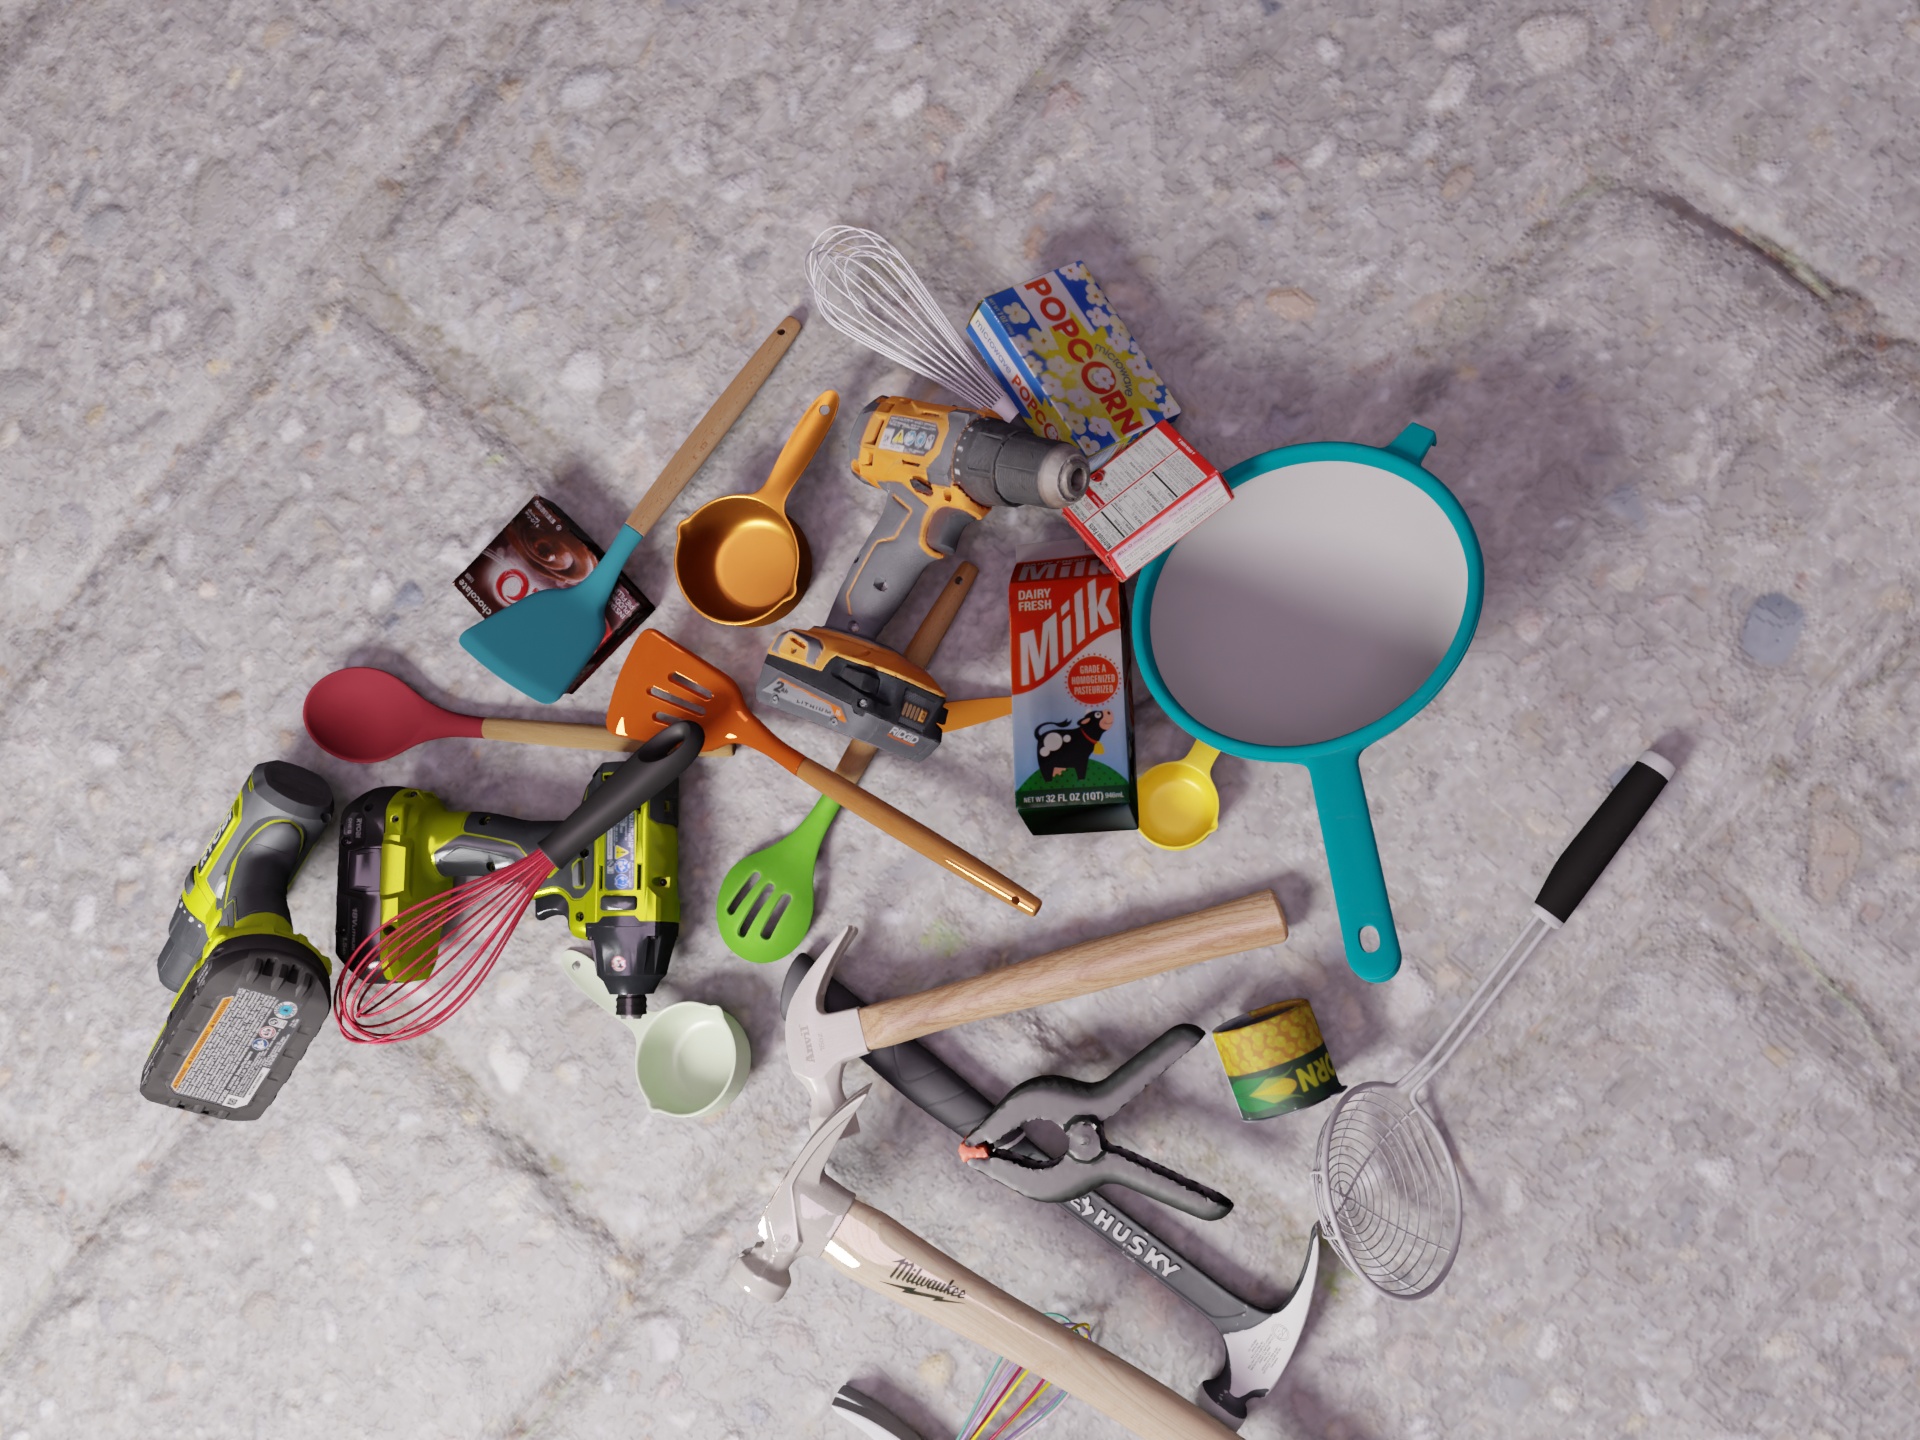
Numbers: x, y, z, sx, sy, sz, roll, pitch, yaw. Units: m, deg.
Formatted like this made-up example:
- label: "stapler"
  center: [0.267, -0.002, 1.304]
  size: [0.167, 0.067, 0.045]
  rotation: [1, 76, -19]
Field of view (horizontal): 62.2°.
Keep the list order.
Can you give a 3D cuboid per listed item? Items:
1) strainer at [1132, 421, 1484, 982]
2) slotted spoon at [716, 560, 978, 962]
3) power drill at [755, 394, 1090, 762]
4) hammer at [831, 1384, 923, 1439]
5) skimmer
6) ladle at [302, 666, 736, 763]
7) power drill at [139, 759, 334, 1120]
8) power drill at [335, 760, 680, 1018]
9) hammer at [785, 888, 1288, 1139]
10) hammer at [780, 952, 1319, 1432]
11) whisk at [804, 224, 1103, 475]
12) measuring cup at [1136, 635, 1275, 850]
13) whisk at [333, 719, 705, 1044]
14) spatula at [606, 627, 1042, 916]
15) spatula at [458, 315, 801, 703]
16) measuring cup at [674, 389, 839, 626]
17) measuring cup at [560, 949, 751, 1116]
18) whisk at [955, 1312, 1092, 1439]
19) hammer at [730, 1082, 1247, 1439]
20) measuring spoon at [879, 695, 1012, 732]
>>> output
- label: "strainer"
  center: [0.225, -0.002, 0.953]
  size: [0.211, 0.095, 0.341]
  rotation: [-16, 63, 20]
- label: "slotted spoon"
  center: [-0.074, 0.028, 1.078]
  size: [0.070, 0.031, 0.314]
  rotation: [32, 93, 13]
- label: "power drill"
  center: [-0.022, -0.092, 1.008]
  size: [0.185, 0.084, 0.226]
  rotation: [19, 86, 42]
- label: "hammer"
  center: [-0.173, 0.611, 1.073]
  size: [0.405, 0.035, 0.144]
  rotation: [-38, 82, 7]
- label: "skimmer"
  center: [0.338, 0.179, 0.964]
  size: [0.127, 0.090, 0.363]
  rotation: [35, 92, -23]
- label: "ladle"
  center: [-0.311, 0.006, 1.123]
  size: [0.315, 0.031, 0.069]
  rotation: [5, 92, 9]
- label: "power drill"
  center: [-0.490, 0.158, 1.071]
  size: [0.080, 0.229, 0.190]
  rotation: [27, 107, -33]
- label: "power drill"
  center: [-0.304, 0.118, 1.088]
  size: [0.223, 0.080, 0.171]
  rotation: [-2, 81, 8]
- label: "hammer"
  center: [0.047, 0.167, 1.029]
  size: [0.331, 0.031, 0.130]
  rotation: [-16, 77, 3]
- label: "hammer"
  center: [0.047, 0.285, 1.043]
  size: [0.409, 0.036, 0.149]
  rotation: [36, 94, 10]
- label: "whisk"
  center: [0.006, -0.225, 1.059]
  size: [0.284, 0.070, 0.070]
  rotation: [42, 96, 4]
- label: "measuring cup"
  center: [0.164, 0.015, 1.039]
  size: [0.062, 0.029, 0.156]
  rotation: [29, 82, 15]
- label: "whisk"
  center: [-0.280, 0.101, 1.026]
  size: [0.296, 0.073, 0.073]
  rotation: [-42, 81, -9]
- label: "spatula"
  center: [-0.089, 0.044, 1.044]
  size: [0.323, 0.041, 0.081]
  rotation: [30, 106, 16]
- label: "spatula"
  center: [-0.206, -0.152, 1.072]
  size: [0.082, 0.044, 0.317]
  rotation: [34, 83, 13]
- label: "measuring cup"
  center: [-0.124, -0.143, 1.080]
  size: [0.095, 0.052, 0.173]
  rotation: [31, 92, 10]
- label: "measuring cup"
  center: [-0.212, 0.209, 1.098]
  size: [0.168, 0.038, 0.083]
  rotation: [32, 87, 27]
- label: "whisk"
  center: [-0.004, 0.476, 1.017]
  size: [0.051, 0.047, 0.245]
  rotation: [43, 83, 6]
- label: "hammer"
  center: [0.068, 0.386, 0.982]
  size: [0.410, 0.038, 0.146]
  rotation: [31, 92, 2]
- label: "measuring spoon"
  center: [-0.002, -0.003, 1.061]
  size: [0.117, 0.011, 0.021]
  rotation: [-10, 94, -2]
